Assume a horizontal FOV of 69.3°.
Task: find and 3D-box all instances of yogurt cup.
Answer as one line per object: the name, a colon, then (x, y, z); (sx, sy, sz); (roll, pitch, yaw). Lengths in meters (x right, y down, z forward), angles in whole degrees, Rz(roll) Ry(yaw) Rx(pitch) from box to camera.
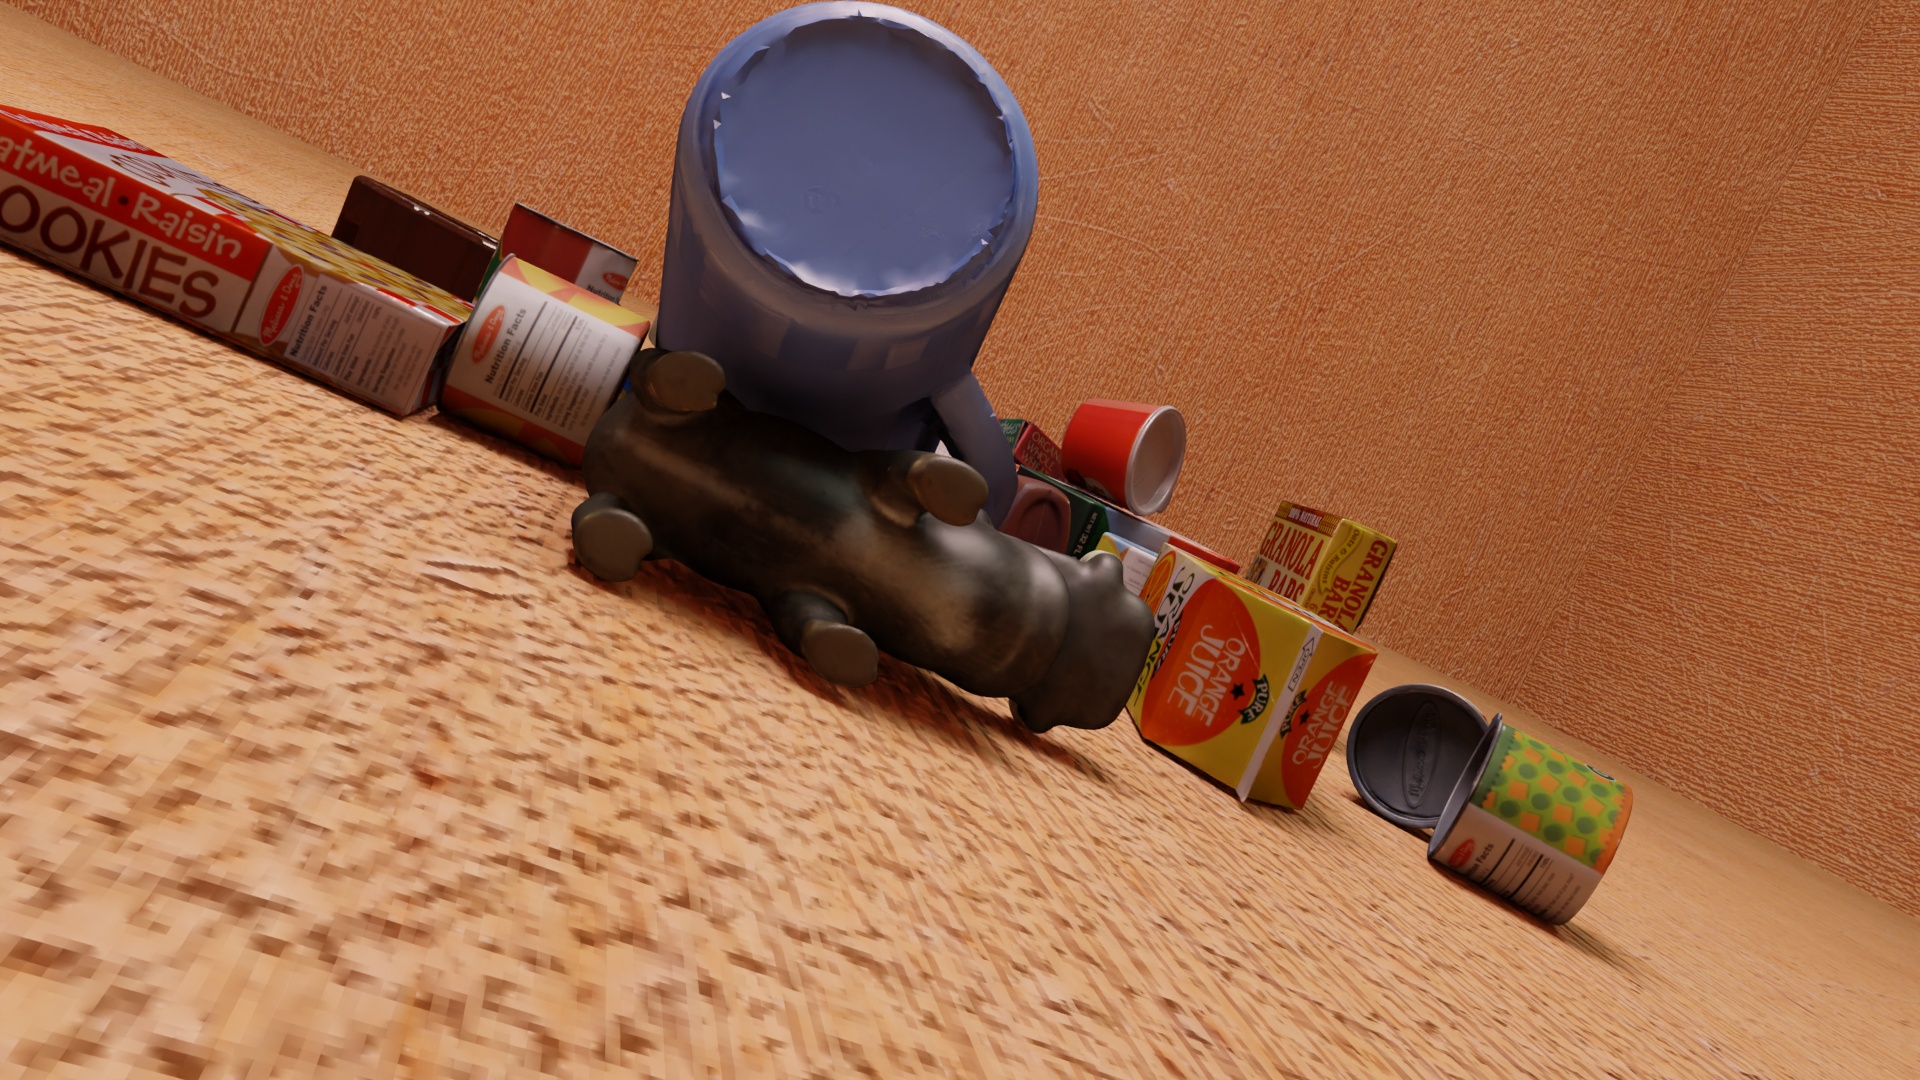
yogurt cup: (0.097, -0.053, 0.835); (0.054, 0.072, 0.072); (19, 1, 32)

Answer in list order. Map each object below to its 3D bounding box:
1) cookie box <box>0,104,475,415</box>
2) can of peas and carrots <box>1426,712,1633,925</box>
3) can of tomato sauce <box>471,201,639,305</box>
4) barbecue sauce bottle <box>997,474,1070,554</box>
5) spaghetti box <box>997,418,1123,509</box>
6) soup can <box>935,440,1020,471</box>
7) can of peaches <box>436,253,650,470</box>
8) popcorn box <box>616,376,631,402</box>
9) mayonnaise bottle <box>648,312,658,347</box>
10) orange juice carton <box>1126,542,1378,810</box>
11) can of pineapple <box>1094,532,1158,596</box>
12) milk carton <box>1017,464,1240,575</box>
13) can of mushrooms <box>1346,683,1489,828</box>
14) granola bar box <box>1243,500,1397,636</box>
cookie box: (-0.268, -0.103, 0.516); (0.167, 0.040, 0.123); (25, 5, -14)
can of peas and carrots: (0.238, 0.116, 0.581); (0.059, 0.071, 0.071); (28, 5, 16)
can of tomato sauce: (-0.213, -0.121, 0.709); (0.071, 0.083, 0.071); (25, 5, -2)
barbecue sauce bottle: (0.003, -0.010, 0.771); (0.044, 0.065, 0.148); (17, 0, -30)
spaghetti box: (0.100, -0.007, 0.990); (0.050, 0.029, 0.249); (9, -24, 50)
soup can: (0.000, -0.027, 0.904); (0.084, 0.071, 0.071); (24, 4, 15)
can of peaches: (-0.159, -0.068, 0.535); (0.058, 0.071, 0.071); (25, 5, -13)
popcorn box: (-0.139, -0.058, 0.678); (0.085, 0.038, 0.127); (25, 5, -10)
mayonnaise bottle: (-0.085, -0.090, 0.723); (0.148, 0.064, 0.041); (31, 1, 3)
orange juice carton: (0.117, 0.055, 0.596); (0.073, 0.071, 0.193); (25, 5, -2)
can of pineapple: (0.099, 0.034, 0.792); (0.071, 0.058, 0.071); (25, 5, -2)
milk carton: (0.108, 0.022, 0.886); (0.190, 0.072, 0.073); (20, 8, -41)
can of mushrooms: (0.219, 0.101, 0.649); (0.071, 0.071, 0.033); (28, 4, 24)
granola bar box: (0.207, 0.042, 0.864); (0.039, 0.124, 0.166); (24, 5, -1)
